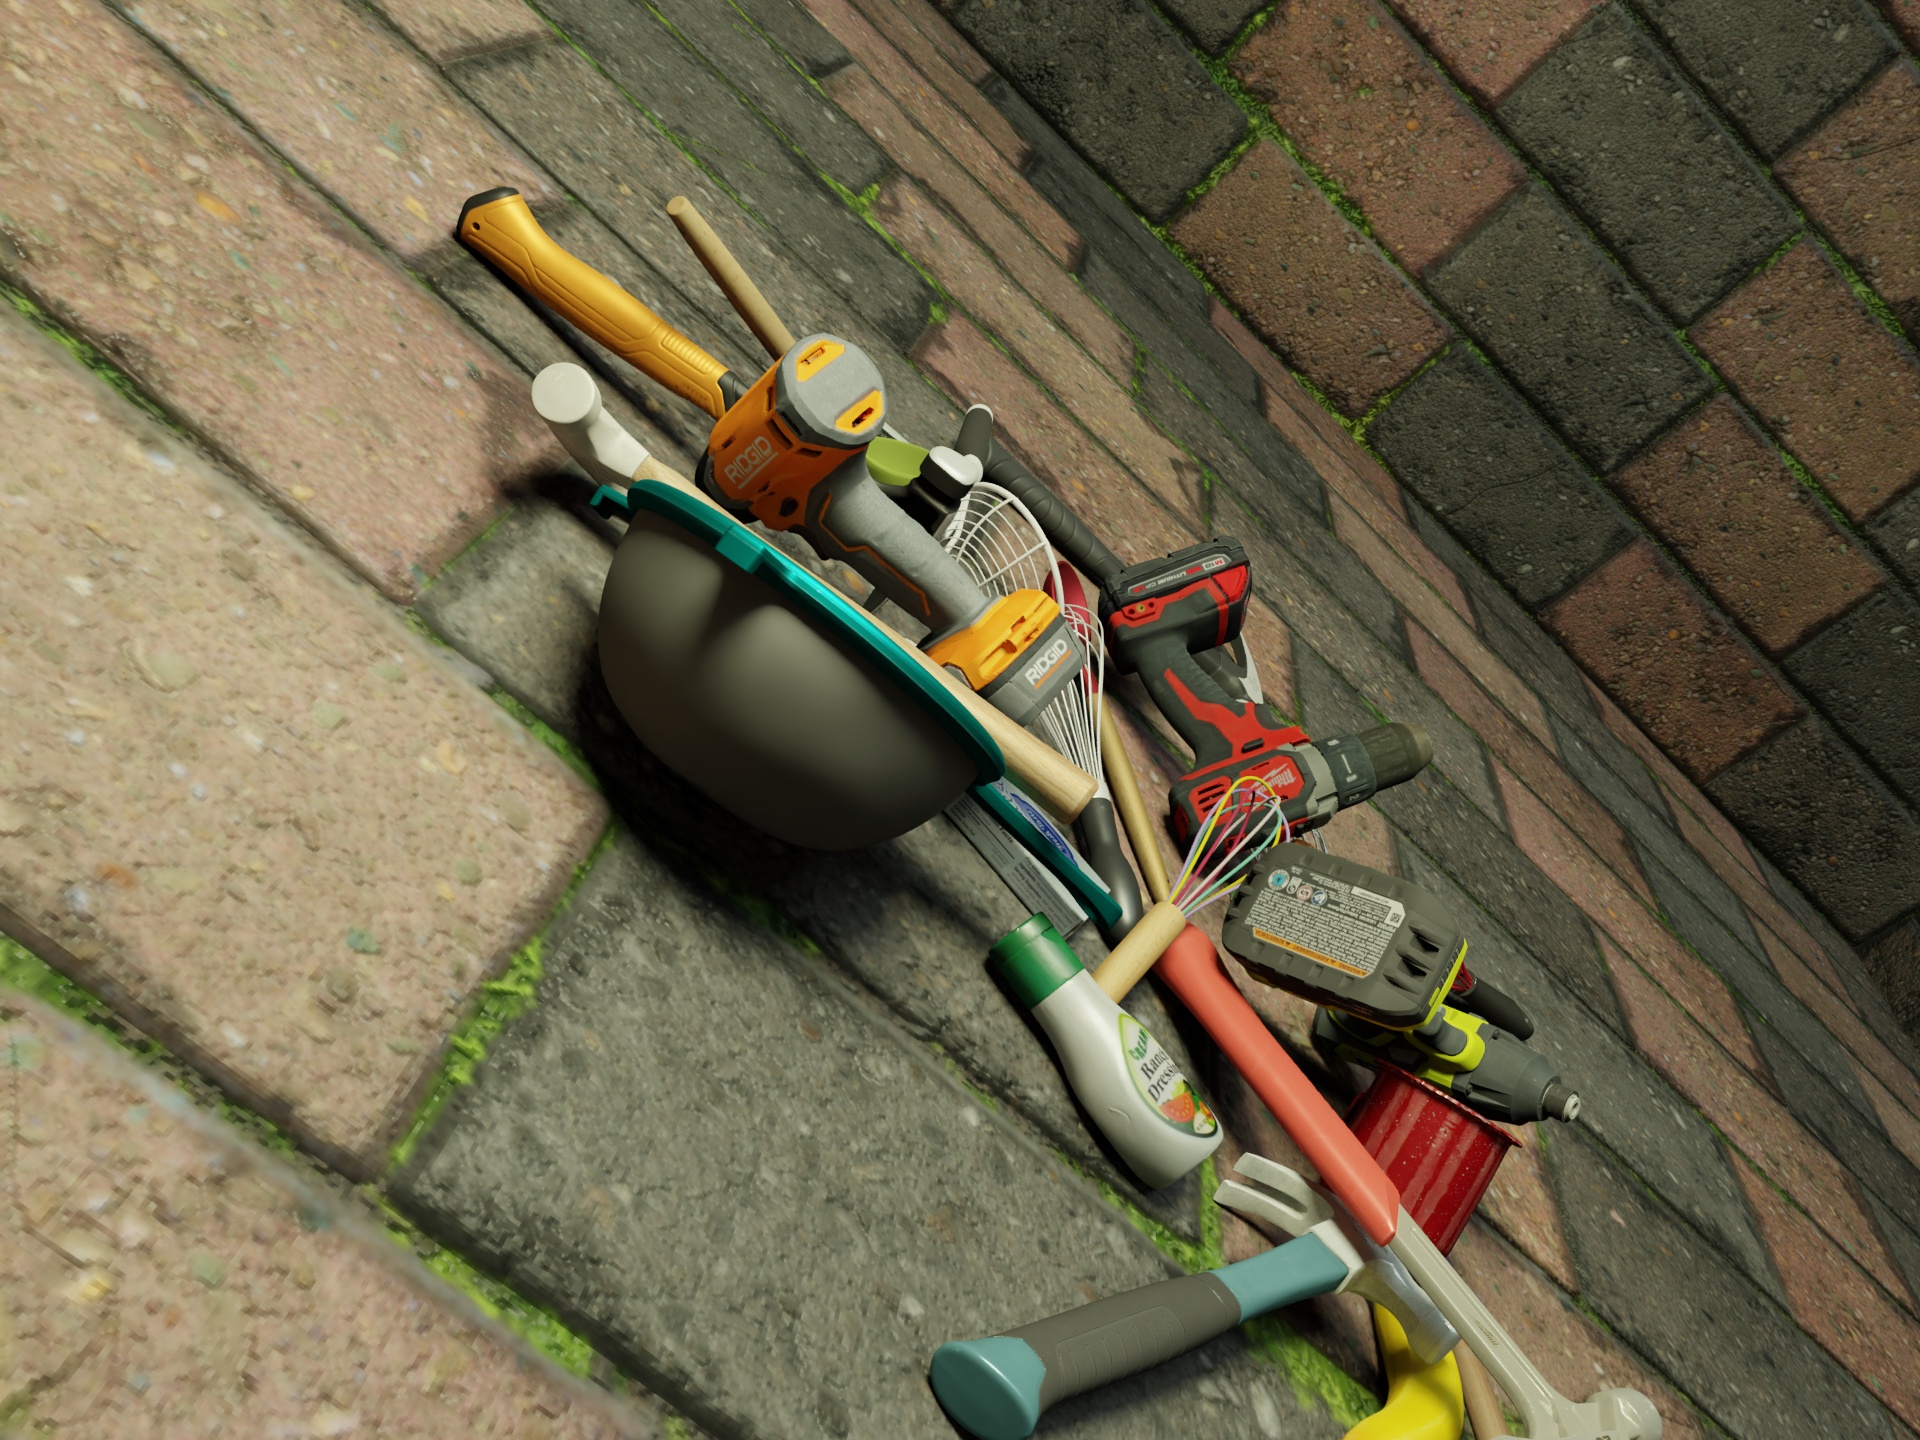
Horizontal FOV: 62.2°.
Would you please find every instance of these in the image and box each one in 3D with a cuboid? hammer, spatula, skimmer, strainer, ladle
[{"bbox_3d":[0.131,-0.125,1.345,0.334,0.035,0.146,41,26,-13],"label":"hammer"},{"bbox_3d":[-0.070,-0.056,0.802,0.331,0.031,0.130,37,-7,5],"label":"hammer"},{"bbox_3d":[0.277,0.358,0.855,0.059,0.018,0.316,45,16,-11],"label":"spatula"},{"bbox_3d":[0.032,-0.155,1.134,0.090,0.127,0.364,1,30,5],"label":"skimmer"},{"bbox_3d":[-0.049,0.031,0.748,0.340,0.095,0.211,43,-10,-30],"label":"strainer"},{"bbox_3d":[-0.156,-0.195,0.939,0.337,0.127,0.034,37,29,-1],"label":"hammer"},{"bbox_3d":[0.194,0.231,0.824,0.149,0.036,0.359,14,25,-38],"label":"hammer"},{"bbox_3d":[-0.090,-0.223,0.990,0.078,0.062,0.319,32,-9,31],"label":"ladle"},{"bbox_3d":[0.110,0.266,0.719,0.330,0.033,0.128,7,29,-49],"label":"hammer"},{"bbox_3d":[0.102,0.004,1.121,0.069,0.031,0.316,47,21,-45],"label":"ladle"}]

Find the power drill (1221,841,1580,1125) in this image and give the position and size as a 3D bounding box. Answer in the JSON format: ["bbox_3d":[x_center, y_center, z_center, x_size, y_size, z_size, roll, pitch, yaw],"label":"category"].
[{"bbox_3d":[0.266,0.170,0.955,0.171,0.080,0.223,18,-19,45],"label":"power drill"}]

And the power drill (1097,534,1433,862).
[{"bbox_3d":[0.212,-0.020,1.144,0.080,0.188,0.227,81,-11,-60],"label":"power drill"}]

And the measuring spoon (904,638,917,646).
[{"bbox_3d":[-0.002,-0.003,0.987,0.124,0.018,0.034,50,24,21],"label":"measuring spoon"}]

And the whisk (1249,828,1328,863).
[{"bbox_3d":[0.271,0.161,1.148,0.057,0.059,0.247,-10,58,-20],"label":"whisk"}]

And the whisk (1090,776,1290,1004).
[{"bbox_3d":[0.131,0.101,0.937,0.051,0.047,0.245,16,35,31],"label":"whisk"}]

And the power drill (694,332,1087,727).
[{"bbox_3d":[-0.052,-0.085,0.880,0.226,0.164,0.084,51,54,-10],"label":"power drill"}]

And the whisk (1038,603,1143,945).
[{"bbox_3d":[0.078,0.025,1.024,0.070,0.070,0.285,29,36,-35],"label":"whisk"}]

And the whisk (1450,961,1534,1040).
[{"bbox_3d":[0.391,0.203,1.266,0.295,0.073,0.073,34,27,-41],"label":"whisk"}]
